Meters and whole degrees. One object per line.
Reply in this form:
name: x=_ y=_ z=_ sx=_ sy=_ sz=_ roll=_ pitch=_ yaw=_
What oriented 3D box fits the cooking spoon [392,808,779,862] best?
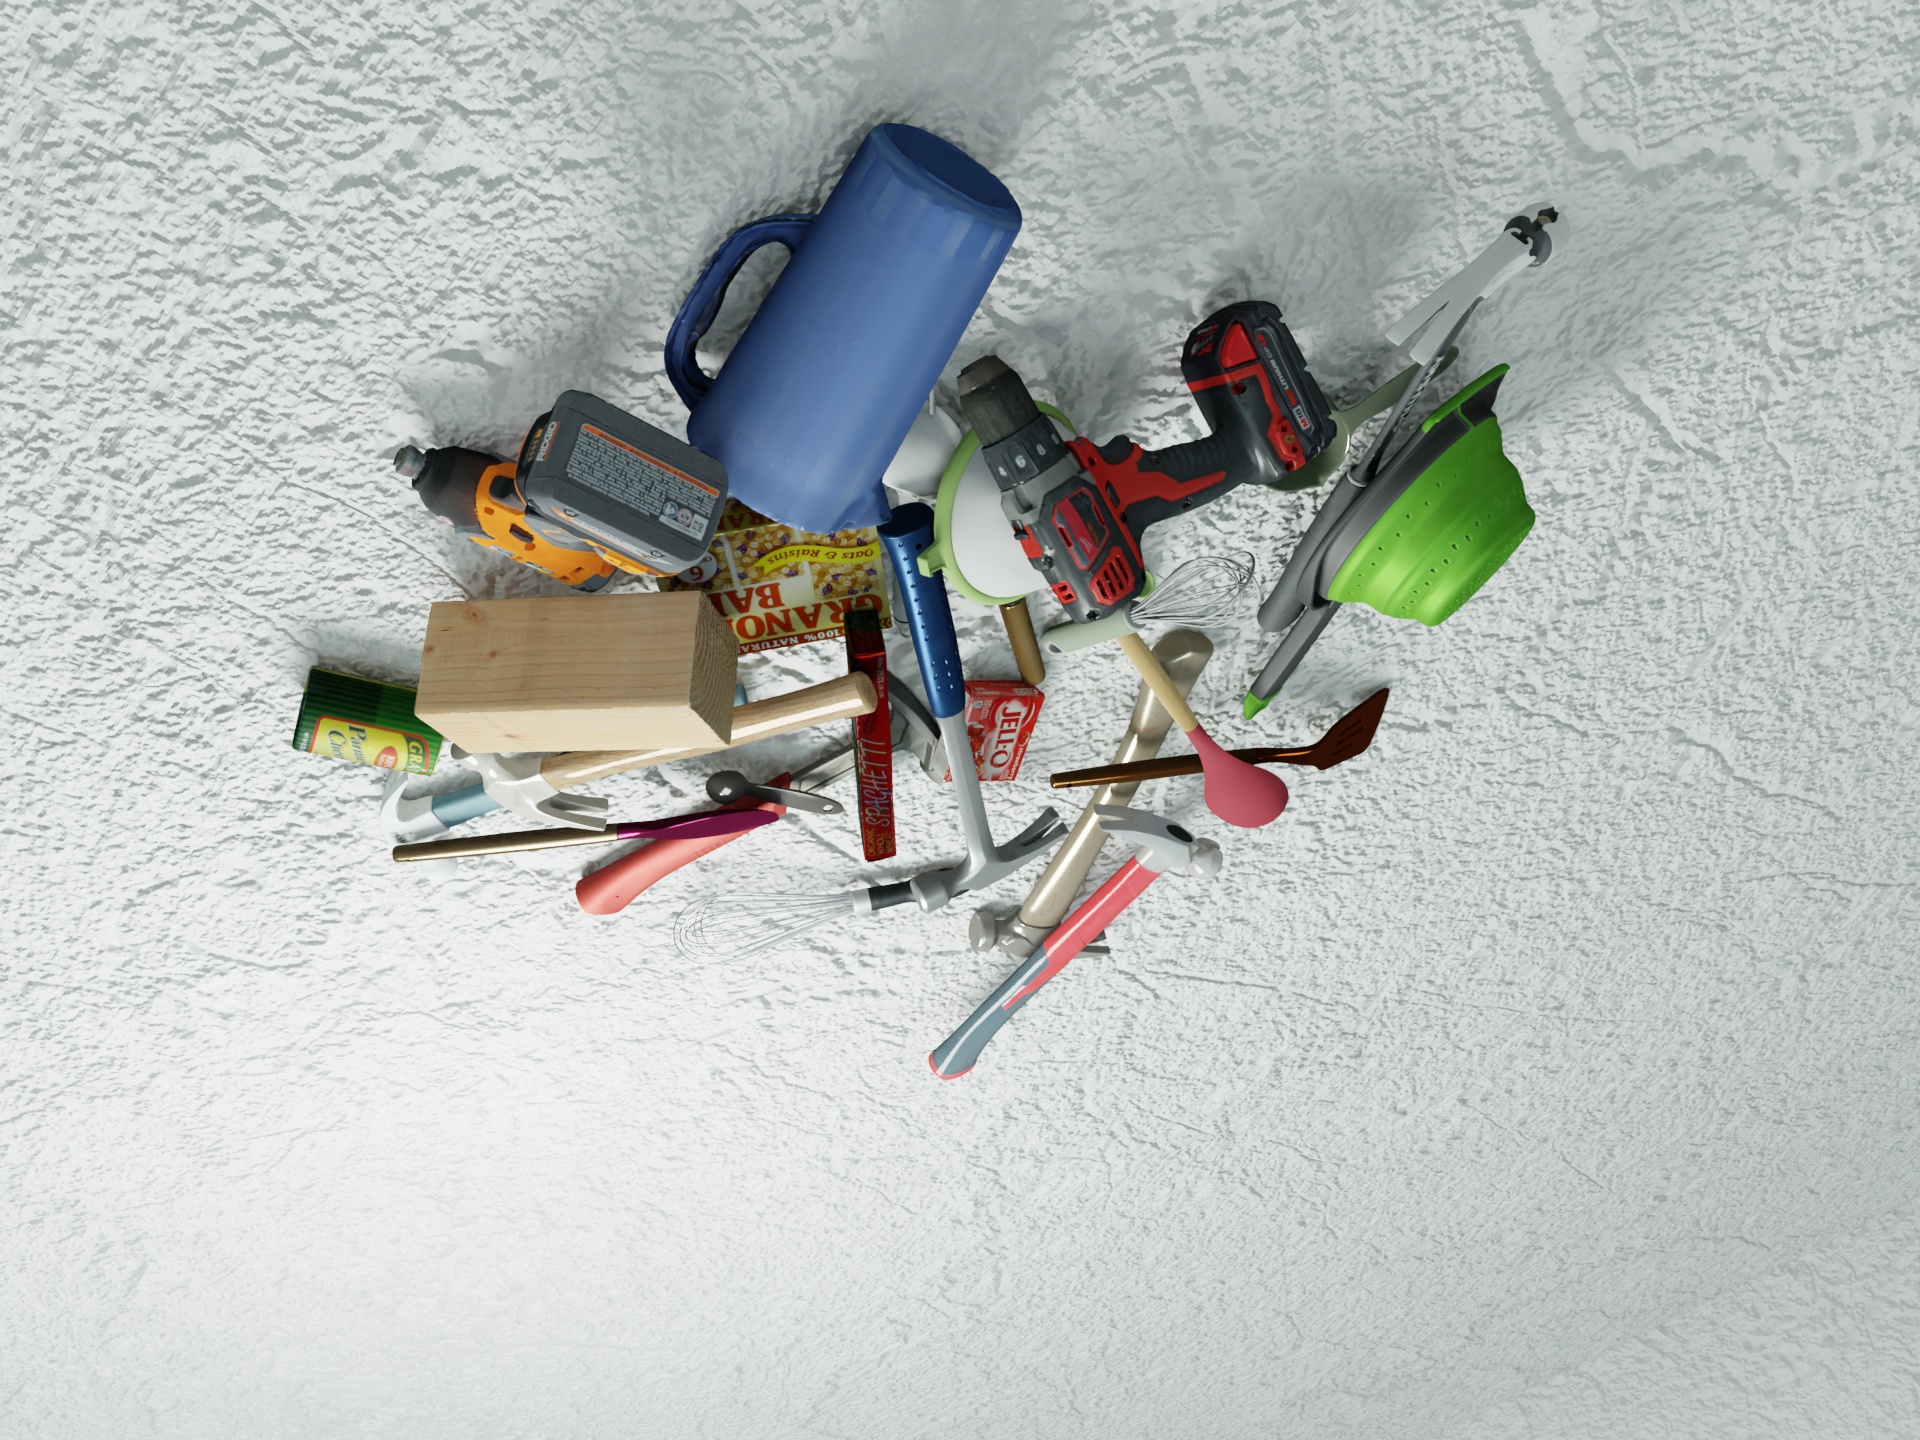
cooking spoon: x=-0.311 y=0.095 z=1.324 sx=0.319 sy=0.017 sz=0.068 roll=-6 pitch=164 yaw=-4

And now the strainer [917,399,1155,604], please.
strainer: x=0.088 y=-0.133 z=1.167 sx=0.256 sy=0.069 sz=0.151 roll=24 pitch=91 yaw=-48

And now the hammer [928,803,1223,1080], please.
hammer: x=0.075 y=0.223 z=1.523 sx=0.143 sy=0.038 sz=0.386 roll=21 pitch=125 yaw=-31

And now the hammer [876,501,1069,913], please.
hammer: x=-0.002 y=-0.004 z=1.254 sx=0.144 sy=0.035 sz=0.405 roll=-24 pitch=136 yaw=-11

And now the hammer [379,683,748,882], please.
hammer: x=-0.324 y=0.041 z=1.311 sx=0.331 sy=0.033 sz=0.128 roll=-19 pitch=136 yaw=7

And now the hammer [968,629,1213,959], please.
hammer: x=0.140 y=0.081 z=1.451 sx=0.146 sy=0.038 sz=0.410 roll=7 pitch=132 yaw=-20

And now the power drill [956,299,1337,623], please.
power drill: x=0.119 y=-0.197 z=1.066 sx=0.226 sy=0.080 sz=0.187 roll=-35 pitch=104 yaw=-14

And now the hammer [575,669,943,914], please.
hammer: x=-0.186 y=0.073 z=1.371 sx=0.359 sy=0.037 sz=0.149 roll=-27 pitch=134 yaw=14

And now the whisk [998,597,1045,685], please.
whisk: x=0.032 y=-0.108 z=1.234 sx=0.051 sy=0.047 sz=0.244 roll=-17 pitch=139 yaw=3

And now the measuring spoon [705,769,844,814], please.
measuring spoon: x=-0.154 y=0.068 z=1.335 sx=0.124 sy=0.018 sz=0.034 roll=13 pitch=129 yaw=-25

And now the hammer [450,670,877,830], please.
hammer: x=-0.218 y=0.018 z=1.226 sx=0.331 sy=0.031 sz=0.129 roll=-14 pitch=141 yaw=18

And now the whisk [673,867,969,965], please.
whisk: x=-0.124 y=0.175 z=1.473 sx=0.284 sy=0.070 sz=0.070 roll=-10 pitch=136 yaw=-9

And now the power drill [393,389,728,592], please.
power drill: x=-0.267 y=-0.147 z=1.036 sx=0.164 sy=0.084 sz=0.226 roll=25 pitch=166 yaw=-32

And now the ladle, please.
ladle: x=0.179 y=-0.015 z=1.317 sx=0.069 sy=0.031 sz=0.315 roll=-27 pitch=118 yaw=24

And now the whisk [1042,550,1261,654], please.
whisk: x=0.138 y=-0.082 z=1.205 sx=0.057 sy=0.059 sz=0.246 roll=37 pitch=154 yaw=-22

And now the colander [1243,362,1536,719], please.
colander: x=0.328 y=-0.092 z=1.226 sx=0.204 sy=0.094 sz=0.396 roll=-35 pitch=162 yaw=-33

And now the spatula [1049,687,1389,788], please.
spatula: x=0.231 y=0.028 z=1.392 sx=0.322 sy=0.041 sz=0.081 roll=-7 pitch=135 yaw=-13

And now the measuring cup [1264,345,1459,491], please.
measuring cup: x=0.284 y=-0.233 z=1.168 sx=0.167 sy=0.038 sz=0.083 roll=-32 pitch=133 yaw=15

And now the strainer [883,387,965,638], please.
strainer: x=-0.039 y=-0.145 z=1.174 sx=0.087 sy=0.050 sz=0.258 roll=23 pitch=144 yaw=15

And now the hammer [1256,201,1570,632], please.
hammer: x=0.290 y=-0.182 z=1.135 sx=0.149 sy=0.036 sz=0.408 roll=-39 pitch=164 yaw=-27
